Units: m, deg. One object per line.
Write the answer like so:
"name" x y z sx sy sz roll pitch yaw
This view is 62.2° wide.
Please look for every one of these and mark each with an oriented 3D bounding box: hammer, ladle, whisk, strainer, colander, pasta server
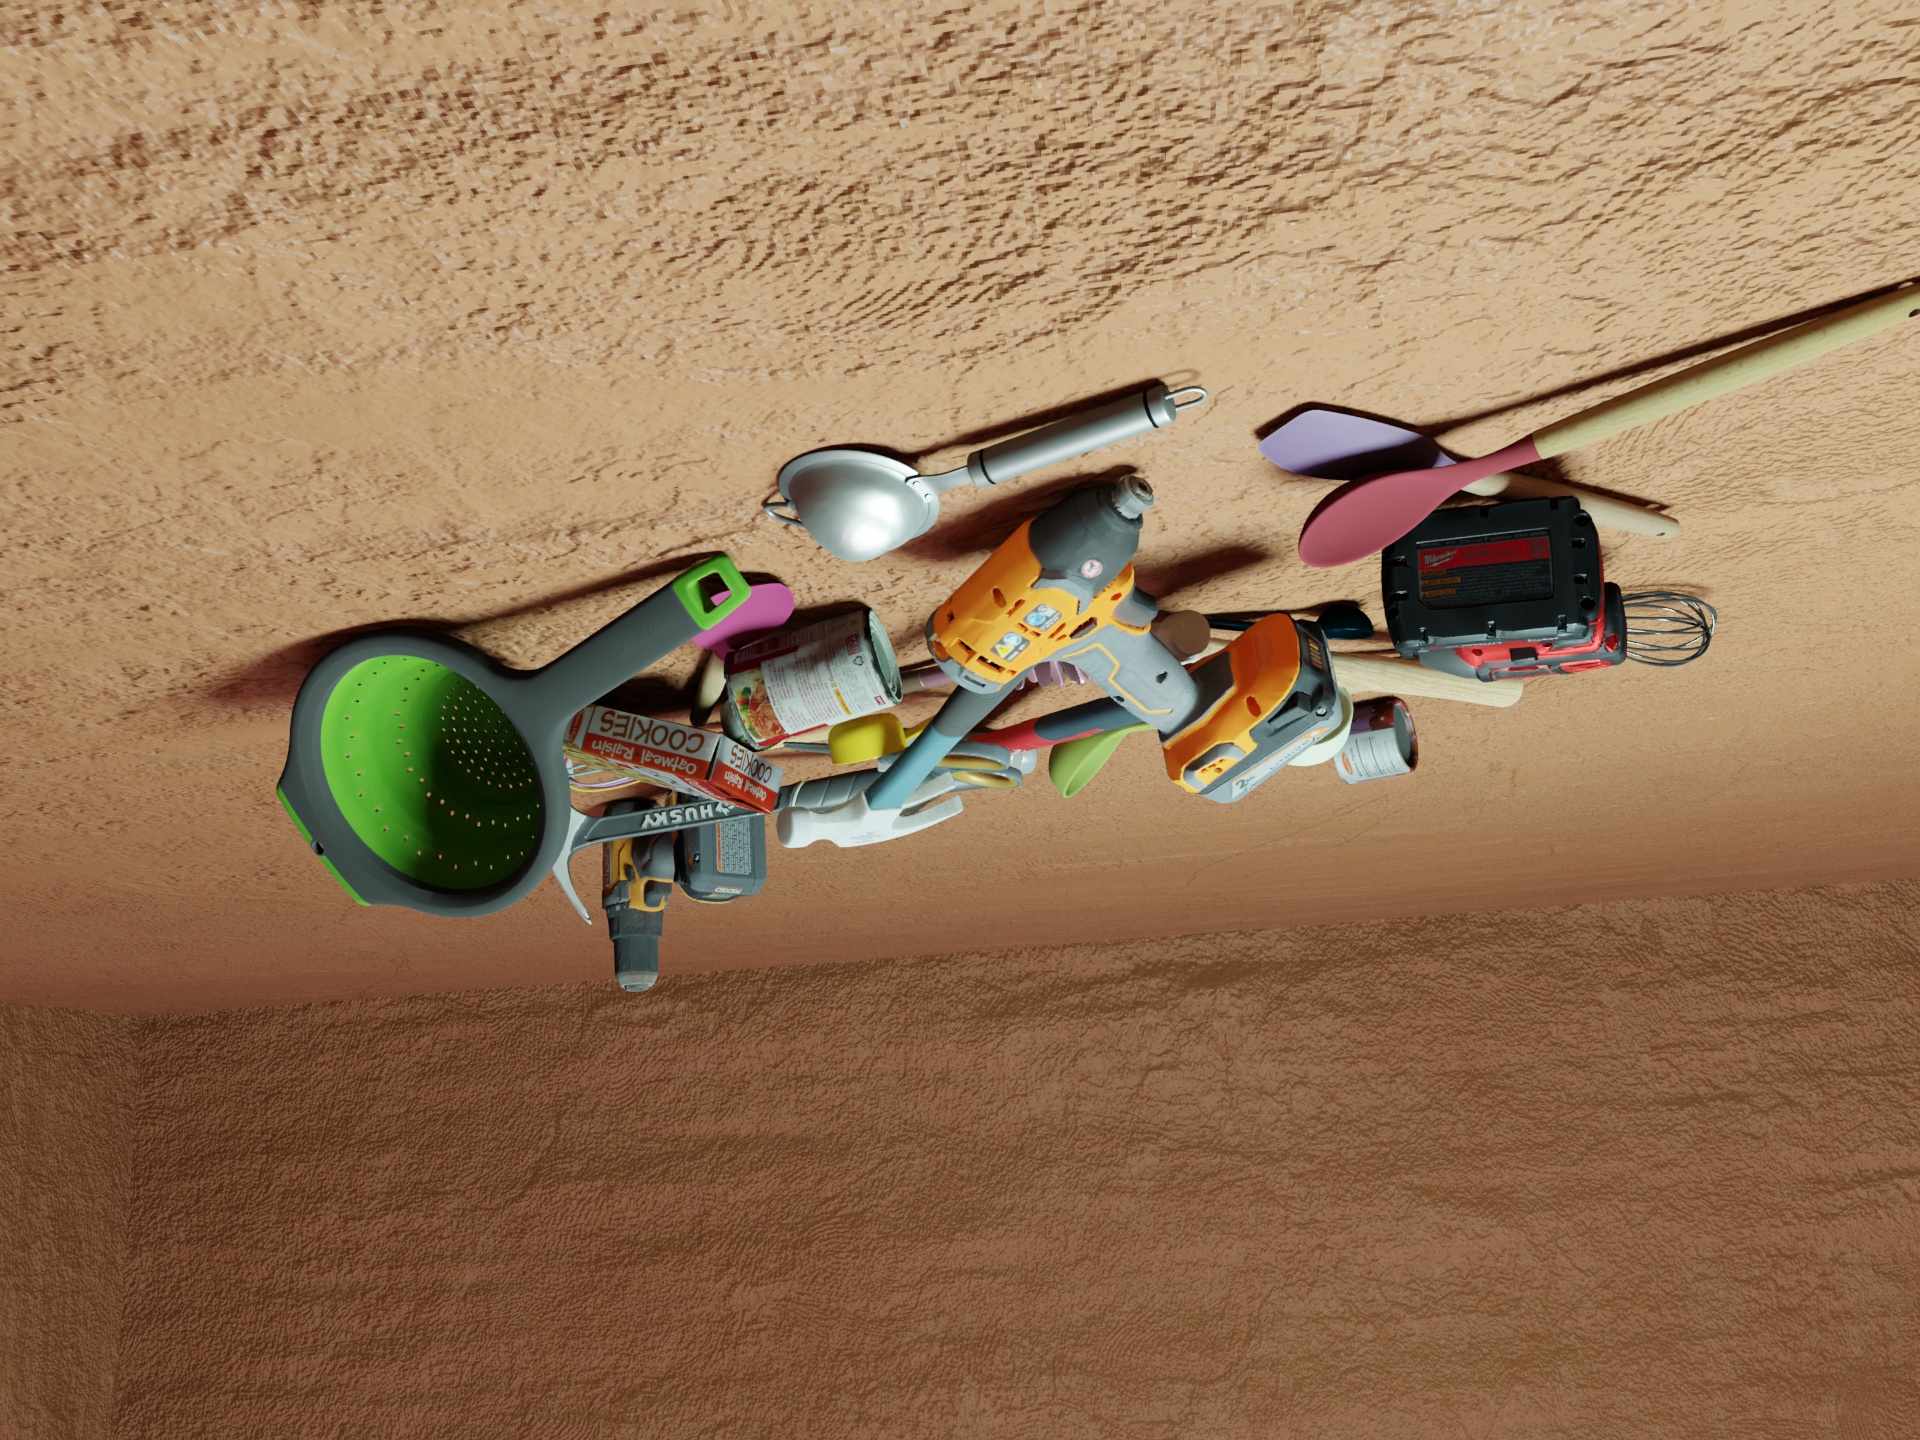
"hammer" -0.002 -0.003 1.079 0.128 0.033 0.331 -1 148 -36
"hammer" 0.063 0.005 1.209 0.143 0.038 0.386 1 172 -23
"ladle" 0.221 0.005 1.319 0.320 0.062 0.078 -13 179 23
"whisk" -0.219 0.021 1.305 0.245 0.047 0.051 -10 177 6
"whisk" 0.417 -0.069 1.109 0.239 0.055 0.055 3 164 -9
"strainer" 0.004 -0.124 0.805 0.258 0.050 0.086 -15 147 27
"colander" -0.278 -0.012 1.050 0.397 0.204 0.094 -29 -170 25
"ladle" 0.310 -0.145 0.785 0.315 0.031 0.069 -20 155 32
"hammer" 0.262 -0.038 1.146 0.331 0.031 0.130 5 172 -22
"hammer" -0.160 0.074 1.387 0.409 0.149 0.036 -9 158 -9
"pasta server" -0.047 -0.019 1.194 0.316 0.040 0.060 -12 177 33

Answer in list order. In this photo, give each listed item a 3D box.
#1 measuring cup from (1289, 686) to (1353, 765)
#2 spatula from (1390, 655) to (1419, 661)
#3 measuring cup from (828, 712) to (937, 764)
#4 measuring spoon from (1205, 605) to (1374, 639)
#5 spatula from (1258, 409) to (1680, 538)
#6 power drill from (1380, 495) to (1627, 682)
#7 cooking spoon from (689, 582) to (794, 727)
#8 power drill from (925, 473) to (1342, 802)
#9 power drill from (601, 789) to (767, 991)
"measuring cup" 0.225 -0.005 1.258 0.167 0.083 0.038 7 144 18
"spatula" 0.281 -0.042 1.220 0.322 0.041 0.081 -7 165 -2
"measuring cup" -0.044 0.000 1.203 0.062 0.029 0.156 -9 -170 33
"measuring spoon" 0.224 -0.072 1.111 0.128 0.021 0.042 4 173 6
"spatula" 0.294 -0.131 0.885 0.315 0.018 0.060 6 158 -30
"power drill" 0.328 -0.068 0.974 0.143 0.078 0.219 -4 171 24
"cooking spoon" -0.168 -0.042 1.113 0.068 0.017 0.319 -11 168 -18
"power drill" 0.115 -0.049 0.932 0.226 0.084 0.164 26 132 -26
"power drill" -0.271 0.149 1.499 0.084 0.185 0.226 10 157 -37
